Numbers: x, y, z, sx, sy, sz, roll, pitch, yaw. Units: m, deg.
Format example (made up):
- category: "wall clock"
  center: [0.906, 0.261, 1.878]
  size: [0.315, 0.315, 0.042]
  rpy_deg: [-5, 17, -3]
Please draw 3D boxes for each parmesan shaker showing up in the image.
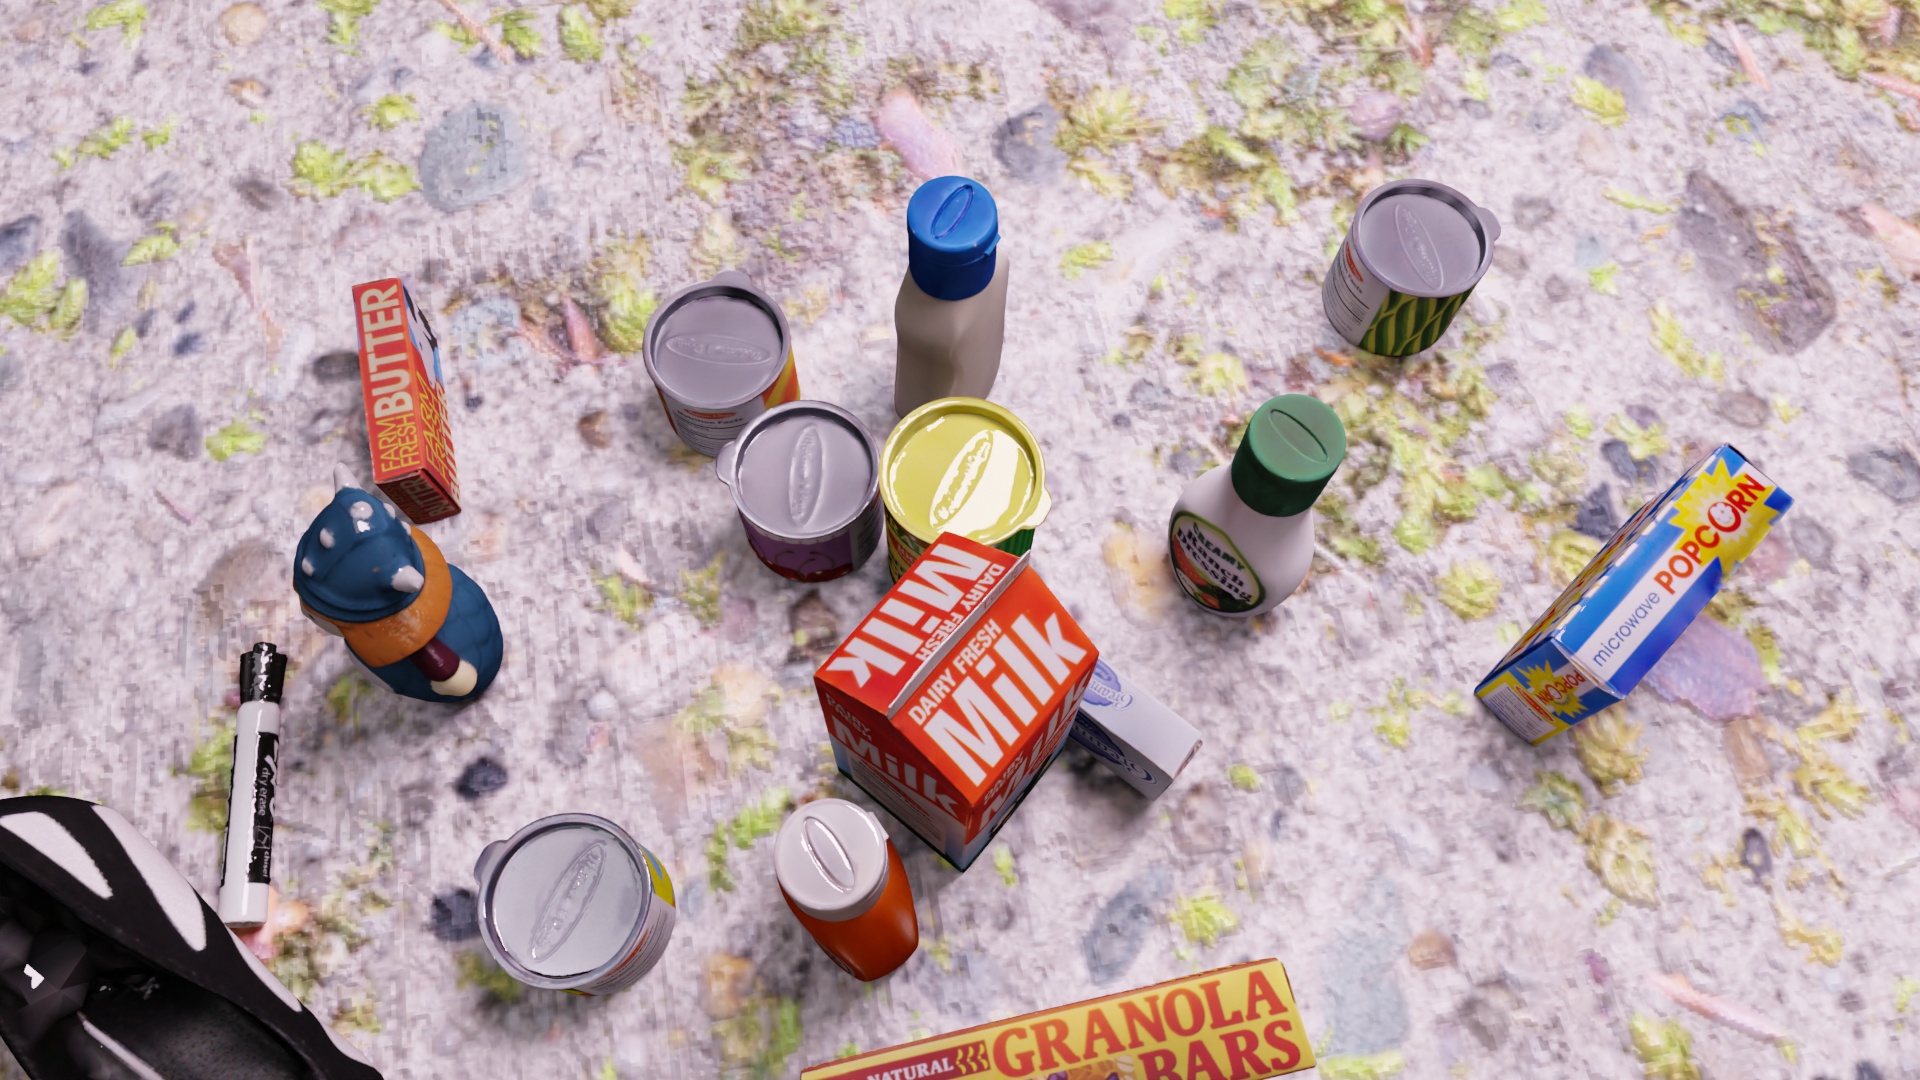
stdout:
- category: "parmesan shaker"
  center: [0.002, -0.007, 0.595]
  size: [0.071, 0.102, 0.071]
  rpy_deg: [0, 68, -1]

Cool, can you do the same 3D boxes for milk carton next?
- category: "milk carton"
  center: [-0.002, 0.061, 0.521]
  size: [0.073, 0.189, 0.072]
  rpy_deg: [37, 73, 13]

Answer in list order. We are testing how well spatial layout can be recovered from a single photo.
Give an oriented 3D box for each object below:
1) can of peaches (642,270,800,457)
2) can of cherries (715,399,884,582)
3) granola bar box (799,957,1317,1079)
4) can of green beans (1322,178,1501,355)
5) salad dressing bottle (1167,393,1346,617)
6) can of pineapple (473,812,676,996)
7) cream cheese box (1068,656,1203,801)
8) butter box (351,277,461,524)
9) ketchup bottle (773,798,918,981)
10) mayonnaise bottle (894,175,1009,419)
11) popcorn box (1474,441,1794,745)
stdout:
- category: "can of peaches"
  center: [-0.109, -0.080, 0.647]
  size: [0.071, 0.058, 0.071]
  rpy_deg: [0, 68, -1]
- category: "can of cherries"
  center: [-0.070, -0.022, 0.624]
  size: [0.071, 0.058, 0.072]
  rpy_deg: [0, 68, -1]
- category: "granola bar box"
  center: [0.030, 0.192, 0.504]
  size: [0.166, 0.123, 0.039]
  rpy_deg: [-12, 69, -6]
- category: "can of green beans"
  center: [0.215, -0.131, 0.674]
  size: [0.071, 0.057, 0.071]
  rpy_deg: [0, 68, -1]
- category: "salad dressing bottle"
  center: [0.122, -0.012, 0.576]
  size: [0.044, 0.147, 0.064]
  rpy_deg: [-40, 74, -15]
- category: "can of pineapple"
  center: [-0.152, 0.145, 0.555]
  size: [0.071, 0.057, 0.071]
  rpy_deg: [0, 68, -1]
- category: "cream cheese box"
  center: [0.052, 0.067, 0.593]
  size: [0.104, 0.053, 0.024]
  rpy_deg: [36, 72, 13]
- category: "butter box"
  center: [-0.255, -0.064, 0.640]
  size: [0.024, 0.053, 0.104]
  rpy_deg: [-13, 69, -6]
- category: "ketchup bottle"
  center: [-0.043, 0.127, 0.516]
  size: [0.043, 0.148, 0.065]
  rpy_deg: [-32, 72, -13]
- category: "mayonnaise bottle"
  center: [-0.004, -0.102, 0.609]
  size: [0.041, 0.147, 0.065]
  rpy_deg: [28, 71, 10]
- category: "popcorn box"
  center: [0.287, 0.025, 0.597]
  size: [0.127, 0.085, 0.038]
  rpy_deg: [-42, 75, -16]
